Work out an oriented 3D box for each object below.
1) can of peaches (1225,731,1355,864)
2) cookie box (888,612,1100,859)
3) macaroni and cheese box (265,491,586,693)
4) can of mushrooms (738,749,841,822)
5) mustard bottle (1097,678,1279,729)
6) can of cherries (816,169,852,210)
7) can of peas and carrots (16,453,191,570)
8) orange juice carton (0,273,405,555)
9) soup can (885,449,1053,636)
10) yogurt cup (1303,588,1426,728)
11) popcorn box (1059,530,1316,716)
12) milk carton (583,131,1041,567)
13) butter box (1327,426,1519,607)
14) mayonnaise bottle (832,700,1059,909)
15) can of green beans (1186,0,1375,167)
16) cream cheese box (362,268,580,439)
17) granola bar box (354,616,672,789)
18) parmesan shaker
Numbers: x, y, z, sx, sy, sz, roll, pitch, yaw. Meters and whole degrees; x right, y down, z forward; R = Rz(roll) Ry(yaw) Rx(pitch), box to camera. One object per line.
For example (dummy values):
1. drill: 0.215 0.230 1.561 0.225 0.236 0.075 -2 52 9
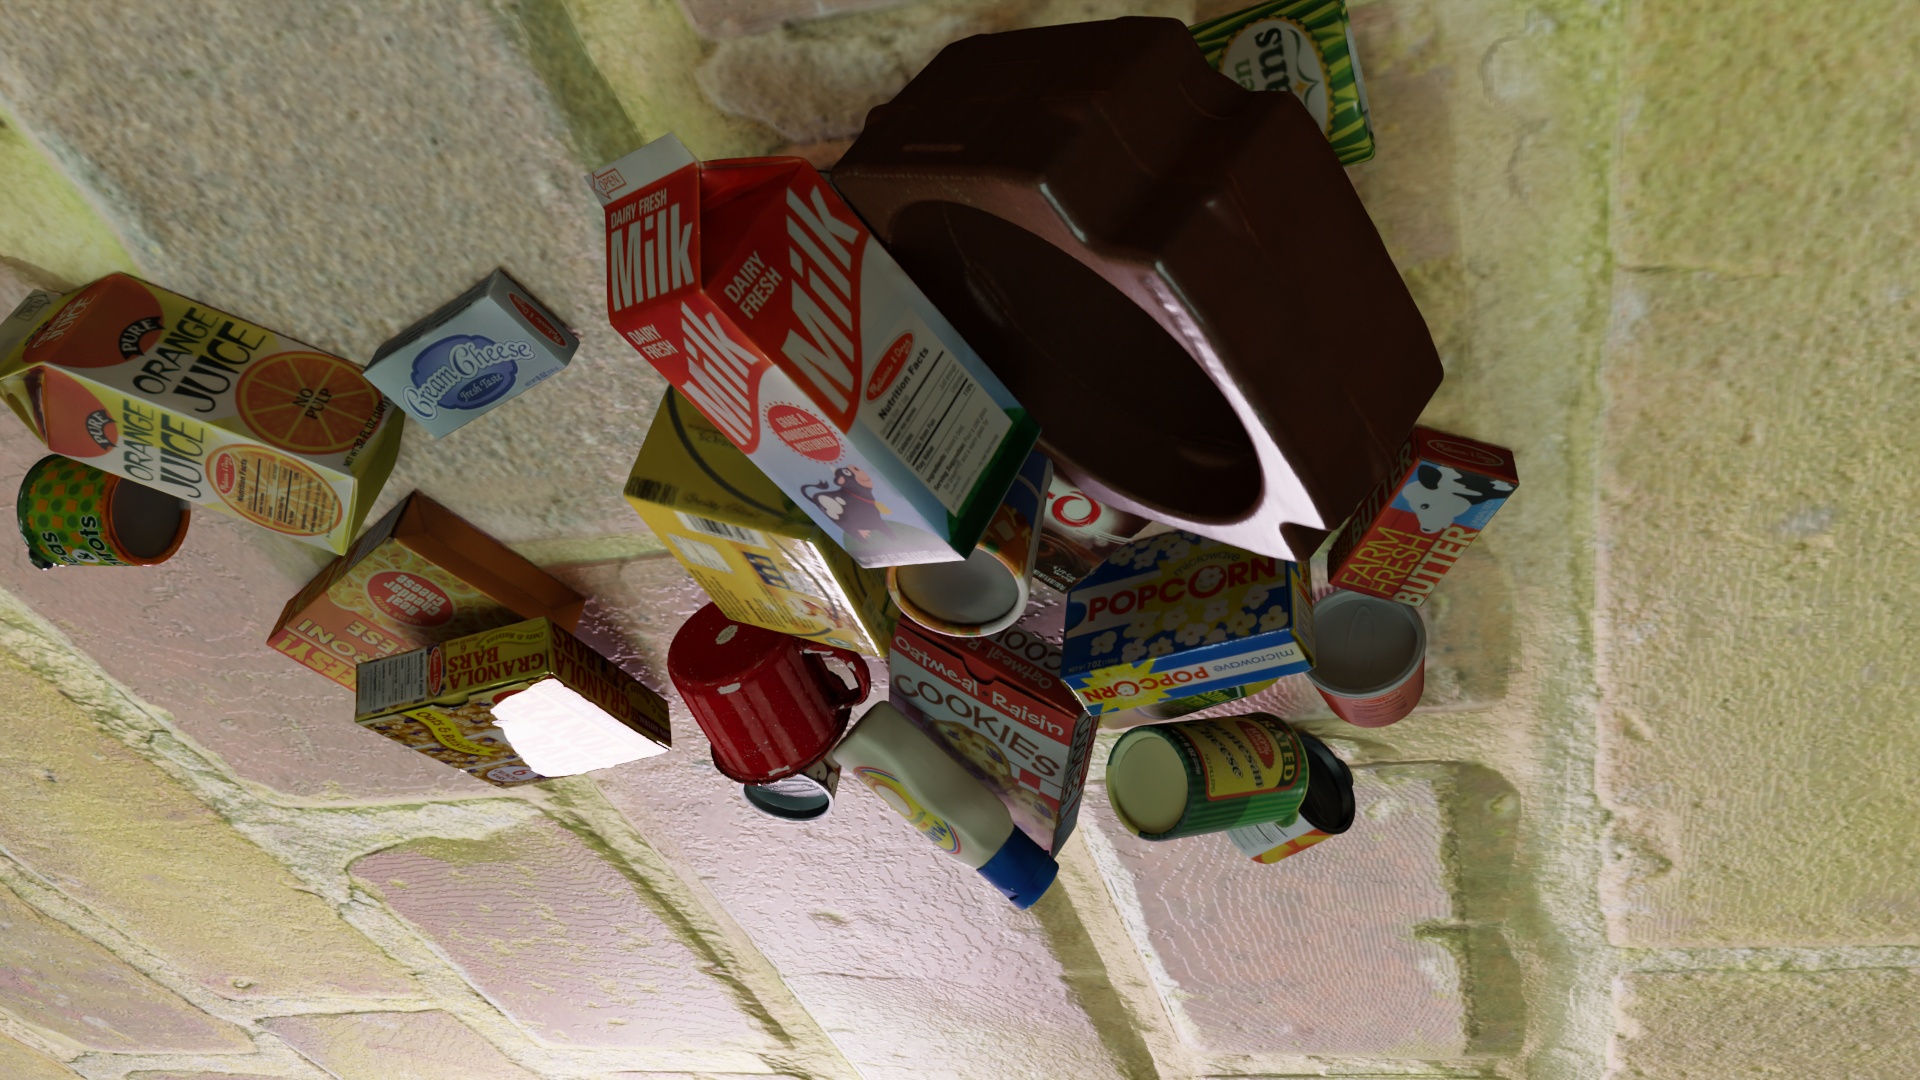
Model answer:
1. can of peaches: 0.203 0.161 0.864 0.071 0.071 0.057 30 134 -21
2. cookie box: 0.017 0.112 0.830 0.123 0.040 0.166 27 142 19
3. macaroni and cheese box: -0.333 0.050 0.863 0.166 0.040 0.123 -29 126 35
4. can of mushrooms: -0.116 0.160 0.949 0.071 0.034 0.070 6 139 5
5. mustard bottle: 0.110 0.077 0.800 0.159 0.049 0.065 -28 131 36
6. can of cherries: -0.066 -0.118 0.611 0.071 0.059 0.071 5 138 5
7. can of peas and carrots: -0.491 -0.016 0.798 0.059 0.071 0.070 0 137 10
8. orange juice carton: -0.396 -0.071 0.717 0.193 0.072 0.072 22 137 -13
9. soup can: 0.002 -0.008 0.644 0.071 0.084 0.071 7 134 7
10. yogurt cup: 0.221 0.067 0.758 0.072 0.073 0.053 -9 143 20
11. popcorn box: 0.119 0.037 0.727 0.126 0.085 0.038 -16 133 26
12. milk carton: -0.062 -0.077 0.539 0.072 0.074 0.190 -4 137 49
13. butter box: 0.230 -0.009 0.700 0.053 0.024 0.103 14 138 -6
14. mayonnaise bottle: -0.007 0.159 0.831 0.148 0.041 0.064 41 150 -1
15. can of green beans: 0.118 -0.166 0.515 0.058 0.071 0.071 -11 134 22
16. cream cheese box: -0.248 -0.092 0.700 0.103 0.024 0.053 -22 128 30
17. granola bar box: -0.270 0.106 0.860 0.124 0.039 0.165 -14 154 8
18. parmesan shaker: 0.144 0.137 0.798 0.103 0.071 0.071 1 150 -40
